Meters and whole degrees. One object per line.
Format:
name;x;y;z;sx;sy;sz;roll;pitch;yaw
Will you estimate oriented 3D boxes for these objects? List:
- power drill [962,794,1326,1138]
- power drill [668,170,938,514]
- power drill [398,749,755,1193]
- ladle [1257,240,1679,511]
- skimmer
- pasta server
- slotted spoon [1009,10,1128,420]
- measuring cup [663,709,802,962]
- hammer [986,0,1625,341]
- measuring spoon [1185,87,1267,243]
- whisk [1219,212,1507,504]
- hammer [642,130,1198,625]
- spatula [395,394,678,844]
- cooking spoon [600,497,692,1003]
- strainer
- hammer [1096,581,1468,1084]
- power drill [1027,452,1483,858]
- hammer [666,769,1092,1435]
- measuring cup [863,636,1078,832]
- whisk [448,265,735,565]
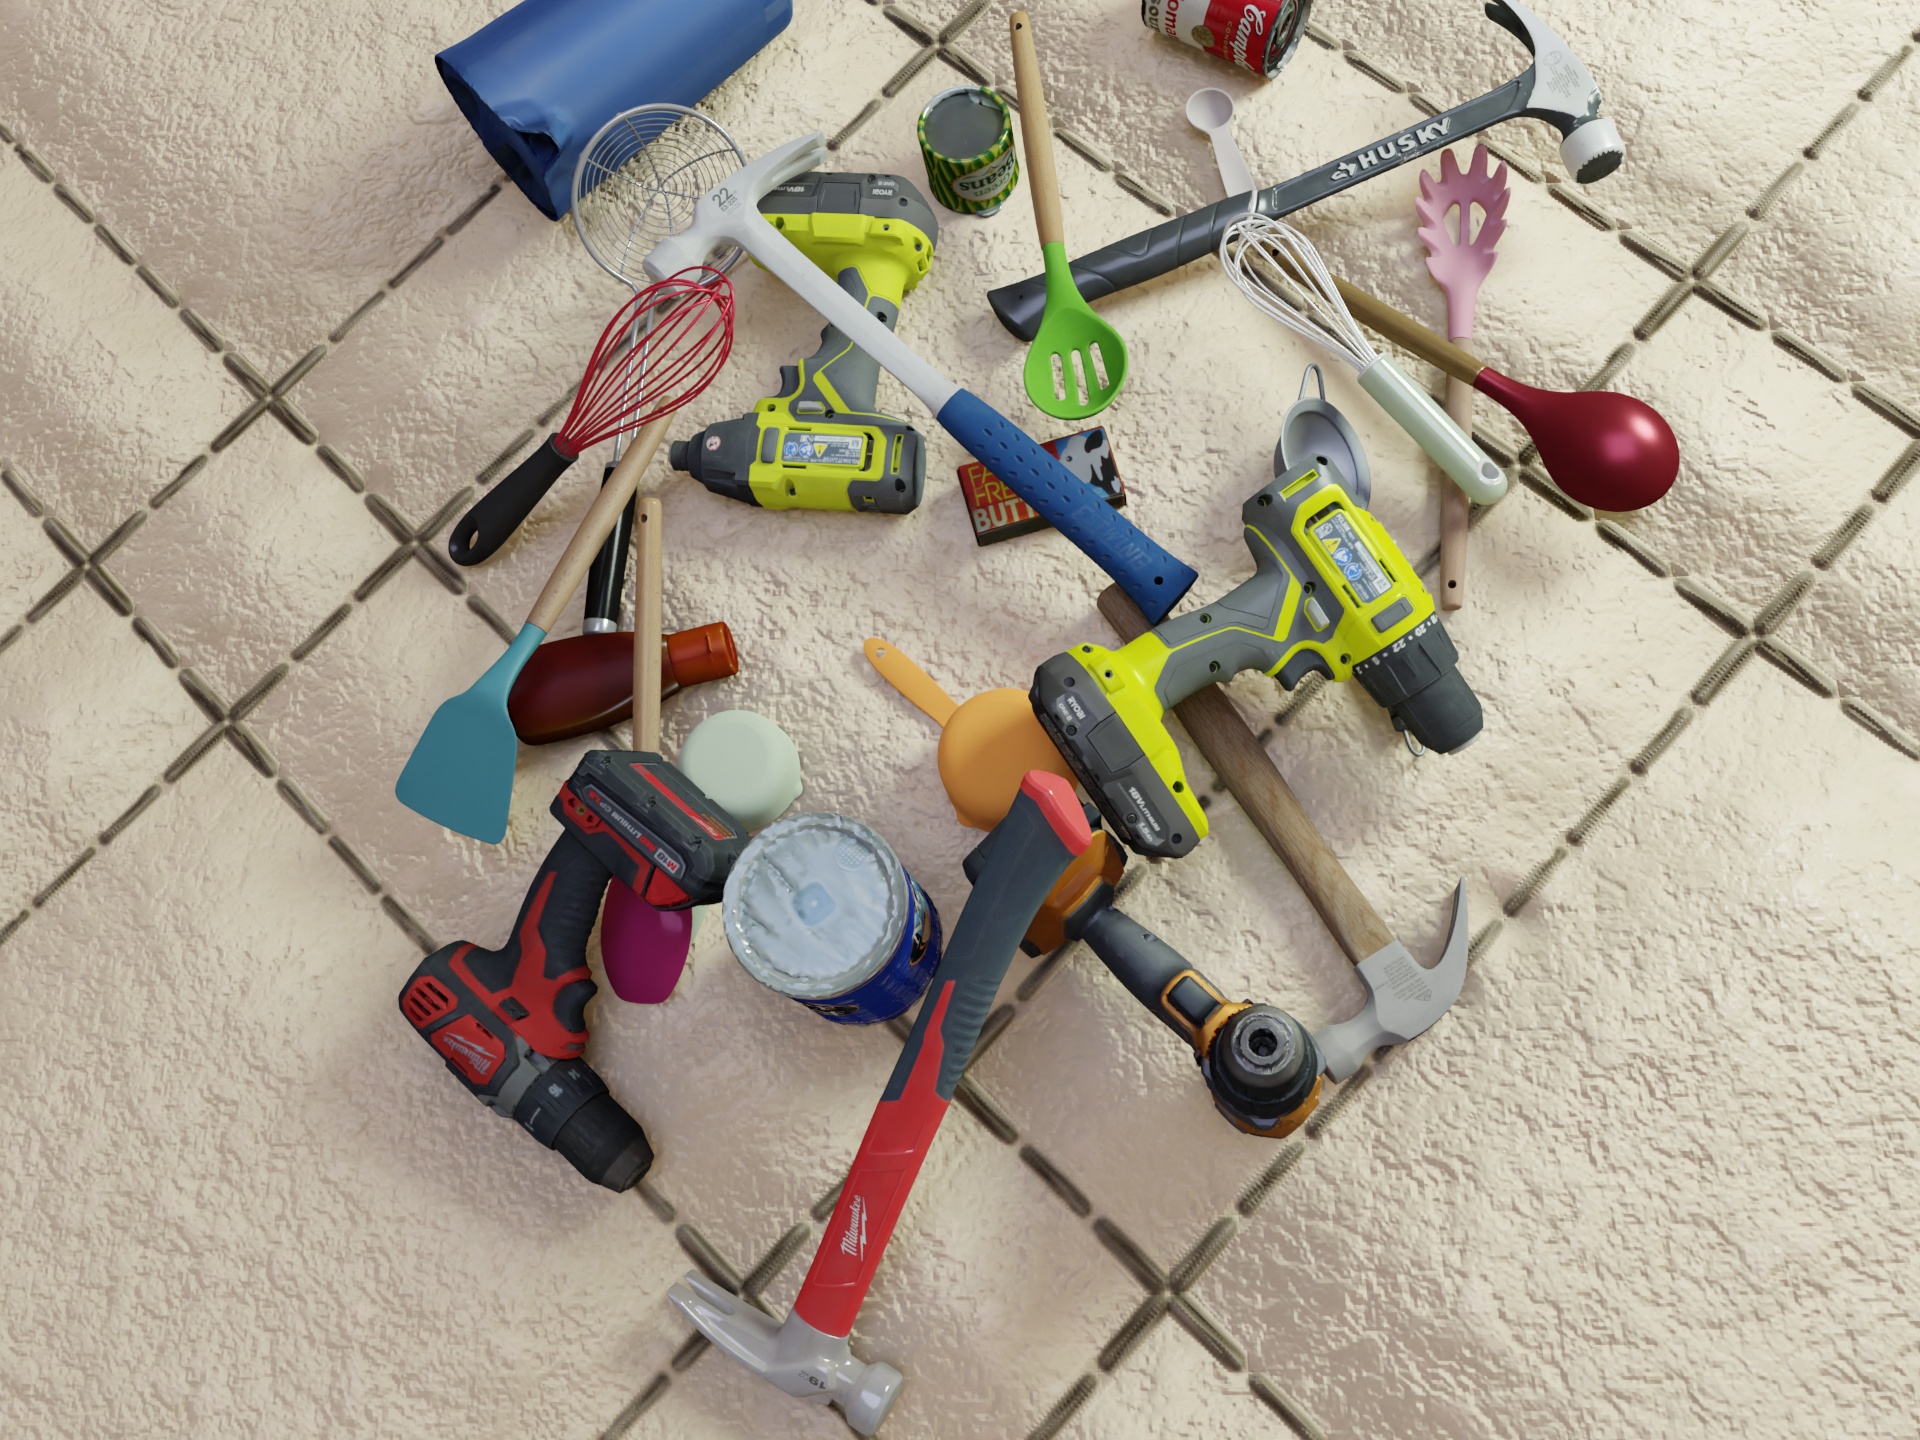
power drill;0.106;0.134;0.874;0.084;0.185;0.226;-45;69;-6
power drill;-0.102;-0.253;1.080;0.171;0.080;0.223;5;77;9
power drill;-0.213;0.149;0.950;0.188;0.080;0.226;39;99;14
ladle;0.310;-0.231;1.009;0.316;0.031;0.069;41;100;28
skimmer;-0.218;-0.237;1.082;0.127;0.090;0.363;10;75;-21
pasta server;0.322;-0.224;1.029;0.060;0.040;0.316;1;74;21
slotted spoon;0.061;-0.339;1.064;0.070;0.031;0.314;-11;75;14
measuring cup;-0.158;0.071;1.004;0.083;0.038;0.168;16;74;13
hammer;0.210;-0.350;1.056;0.409;0.036;0.149;-20;72;10
measuring spoon;0.189;-0.385;1.113;0.034;0.018;0.124;-17;78;1
whisk;0.253;-0.227;1.001;0.058;0.059;0.246;-38;81;-26
hammer;-0.011;-0.213;1.010;0.405;0.035;0.144;42;84;9
spatula;-0.260;-0.077;1.028;0.082;0.044;0.318;22;72;14
cooking spoon;-0.199;0.018;1.003;0.069;0.017;0.319;-2;85;24
strainer;0.244;-0.098;1.000;0.086;0.050;0.258;-4;72;-39
hammer;0.187;0.044;0.968;0.130;0.031;0.331;-32;71;-2
power drill;0.174;-0.019;0.925;0.228;0.080;0.190;-34;88;-3
hammer;-0.037;0.197;0.863;0.143;0.038;0.386;26;105;15
measuring cup;-0.002;-0.003;0.998;0.174;0.052;0.095;41;82;15
whisk;-0.246;-0.189;1.032;0.296;0.073;0.073;-36;68;29
